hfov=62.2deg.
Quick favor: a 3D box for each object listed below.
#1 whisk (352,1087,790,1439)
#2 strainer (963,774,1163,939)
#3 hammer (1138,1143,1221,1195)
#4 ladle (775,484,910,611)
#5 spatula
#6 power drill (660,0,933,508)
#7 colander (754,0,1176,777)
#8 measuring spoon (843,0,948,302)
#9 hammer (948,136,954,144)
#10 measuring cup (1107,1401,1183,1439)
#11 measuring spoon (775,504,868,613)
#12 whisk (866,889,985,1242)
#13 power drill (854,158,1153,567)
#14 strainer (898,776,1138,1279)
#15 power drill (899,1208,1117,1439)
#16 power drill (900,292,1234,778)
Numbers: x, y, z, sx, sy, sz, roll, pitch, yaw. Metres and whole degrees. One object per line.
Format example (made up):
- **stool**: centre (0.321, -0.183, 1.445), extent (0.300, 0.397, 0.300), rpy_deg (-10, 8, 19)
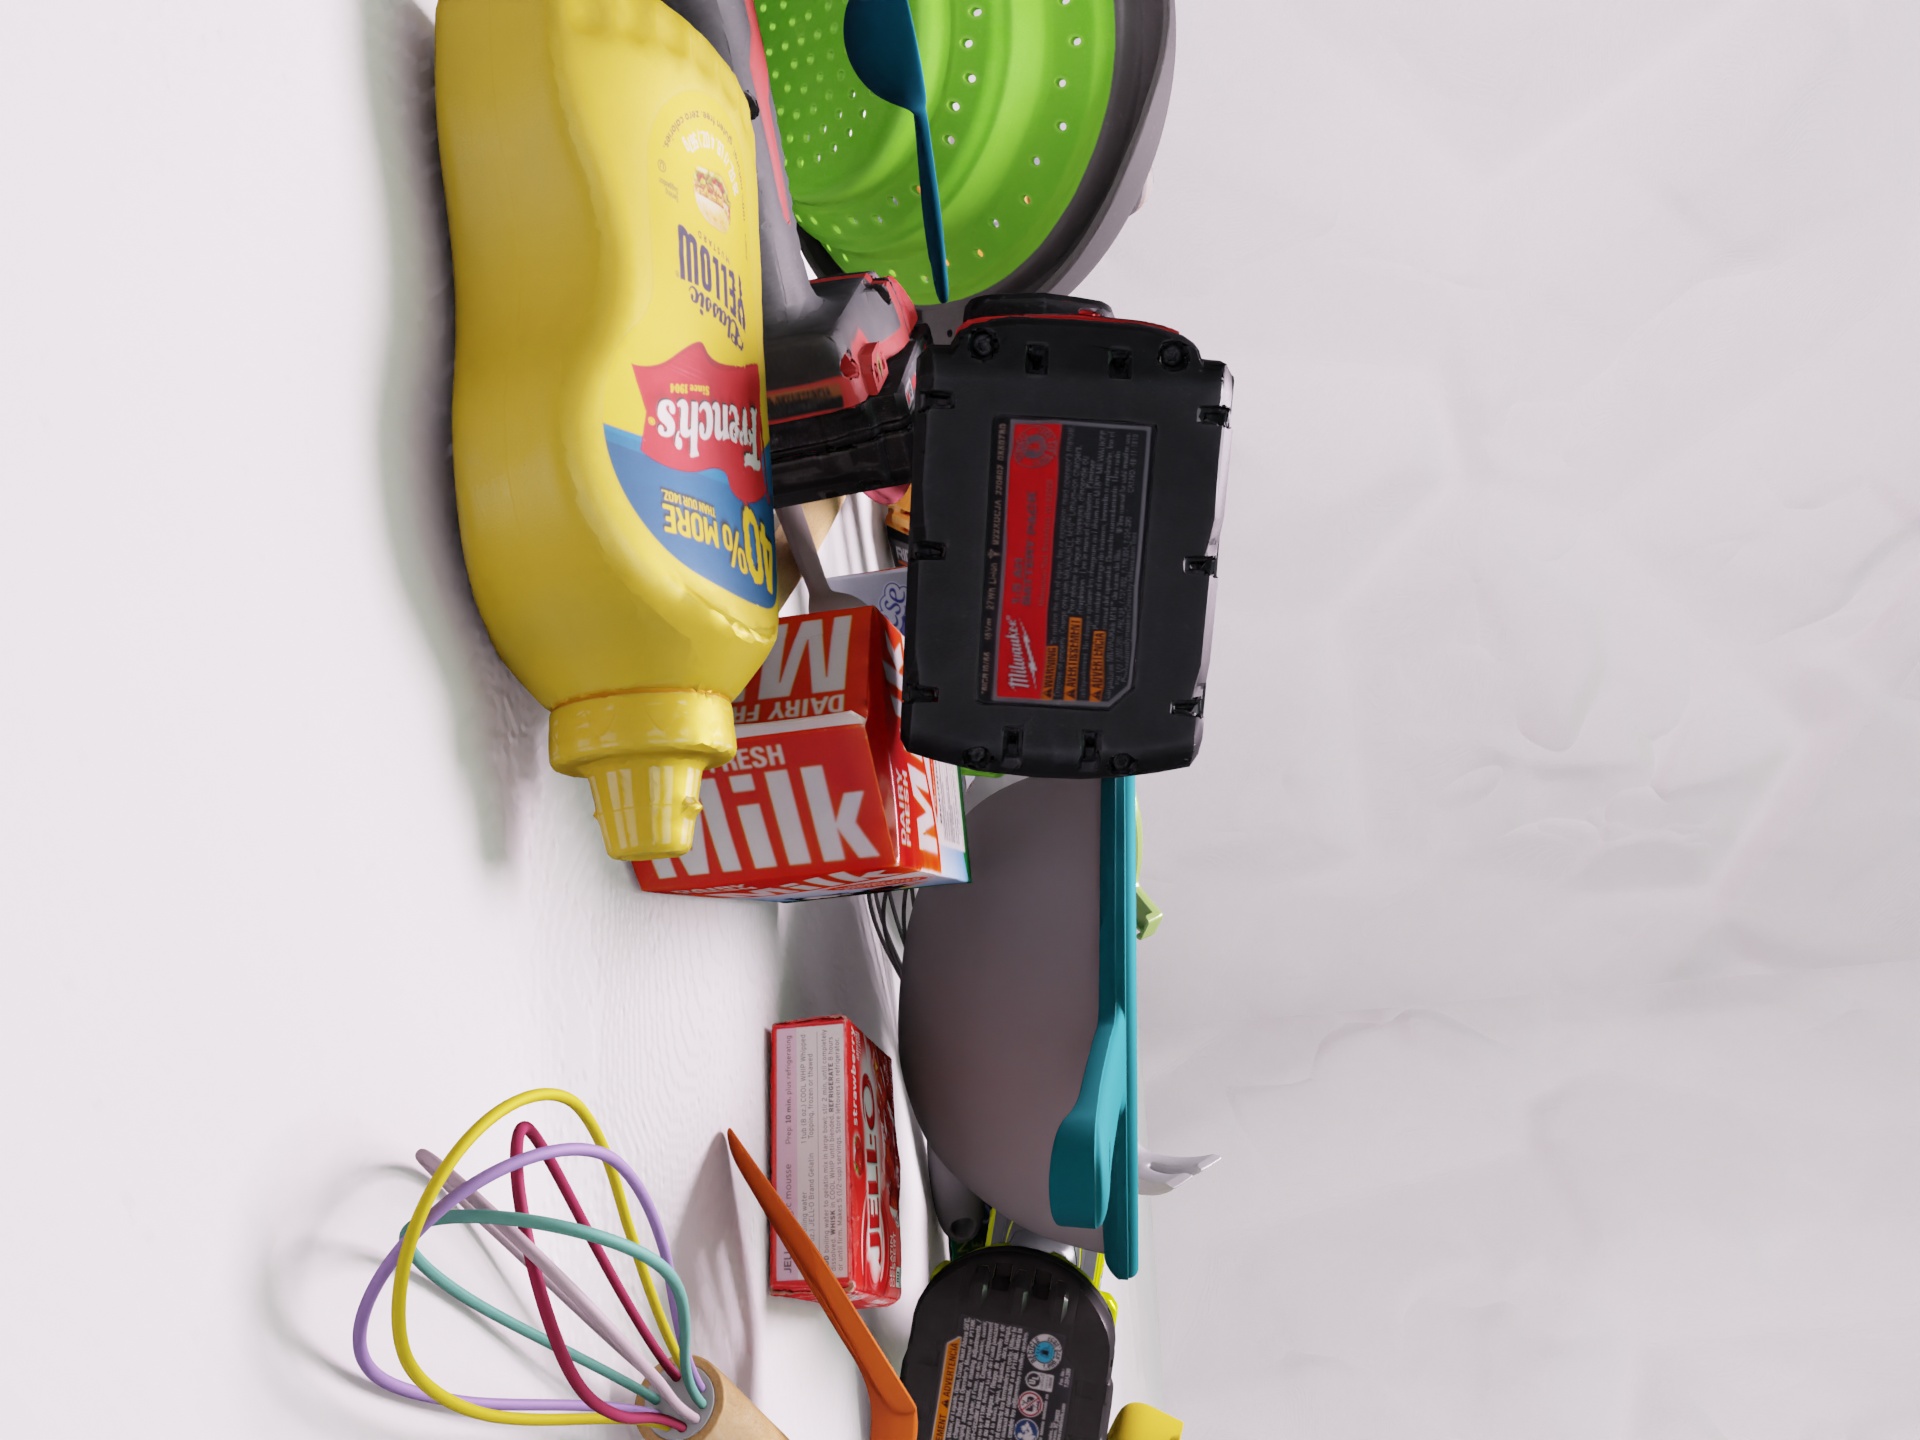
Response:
- **whisk**: centre (-0.065, 0.141, 0.349), extent (0.244, 0.051, 0.047), rpy_deg (78, 3, -54)
- **strainer**: centre (-0.001, -0.002, 0.766), extent (0.069, 0.151, 0.256), rpy_deg (-24, 104, -37)
- **hammer**: centre (0.045, 0.065, 0.837), extent (0.144, 0.035, 0.405), rpy_deg (8, -65, 56)
- **ladle**: centre (-0.057, -0.090, 0.666), extent (0.316, 0.031, 0.069), rpy_deg (-75, 147, -65)
- **spatula**: centre (-0.033, 0.278, 0.480), extent (0.081, 0.041, 0.322), rpy_deg (-156, -118, -62)
- **power drill**: centre (-0.068, -0.195, 0.502), extent (0.188, 0.080, 0.226), rpy_deg (-82, 160, -64)
- **colander**: centre (-0.023, -0.170, 0.618), extent (0.094, 0.204, 0.397), rpy_deg (-9, 99, -48)
- **measuring spoon**: centre (-0.020, -0.184, 0.519), extent (0.128, 0.021, 0.042), rpy_deg (79, -3, -57)
- **hammer**: centre (-0.005, -0.263, 0.912), extent (0.036, 0.149, 0.359), rpy_deg (-16, 108, -46)
- **measuring cup**: centre (0.053, 0.342, 0.649), extent (0.156, 0.029, 0.062), rpy_deg (-39, 151, -58)
- **measuring spoon**: centre (-0.055, -0.074, 0.581), extent (0.034, 0.018, 0.124), rpy_deg (9, 57, -68)
- **whisk**: centre (-0.010, 0.151, 0.752), extent (0.055, 0.055, 0.238), rpy_deg (-79, 165, -66)
- **power drill**: centre (0.031, -0.200, 0.864), extent (0.084, 0.185, 0.226), rpy_deg (28, -48, 55)
- **strainer**: centre (0.017, 0.113, 0.573), extent (0.340, 0.095, 0.211), rpy_deg (-13, 103, -82)
- **power drill**: centre (0.024, 0.297, 0.699), extent (0.228, 0.080, 0.190), rpy_deg (43, 56, -80)
- **power drill**: centre (0.025, -0.060, 0.497), extent (0.220, 0.078, 0.143), rpy_deg (-91, -176, -75)
